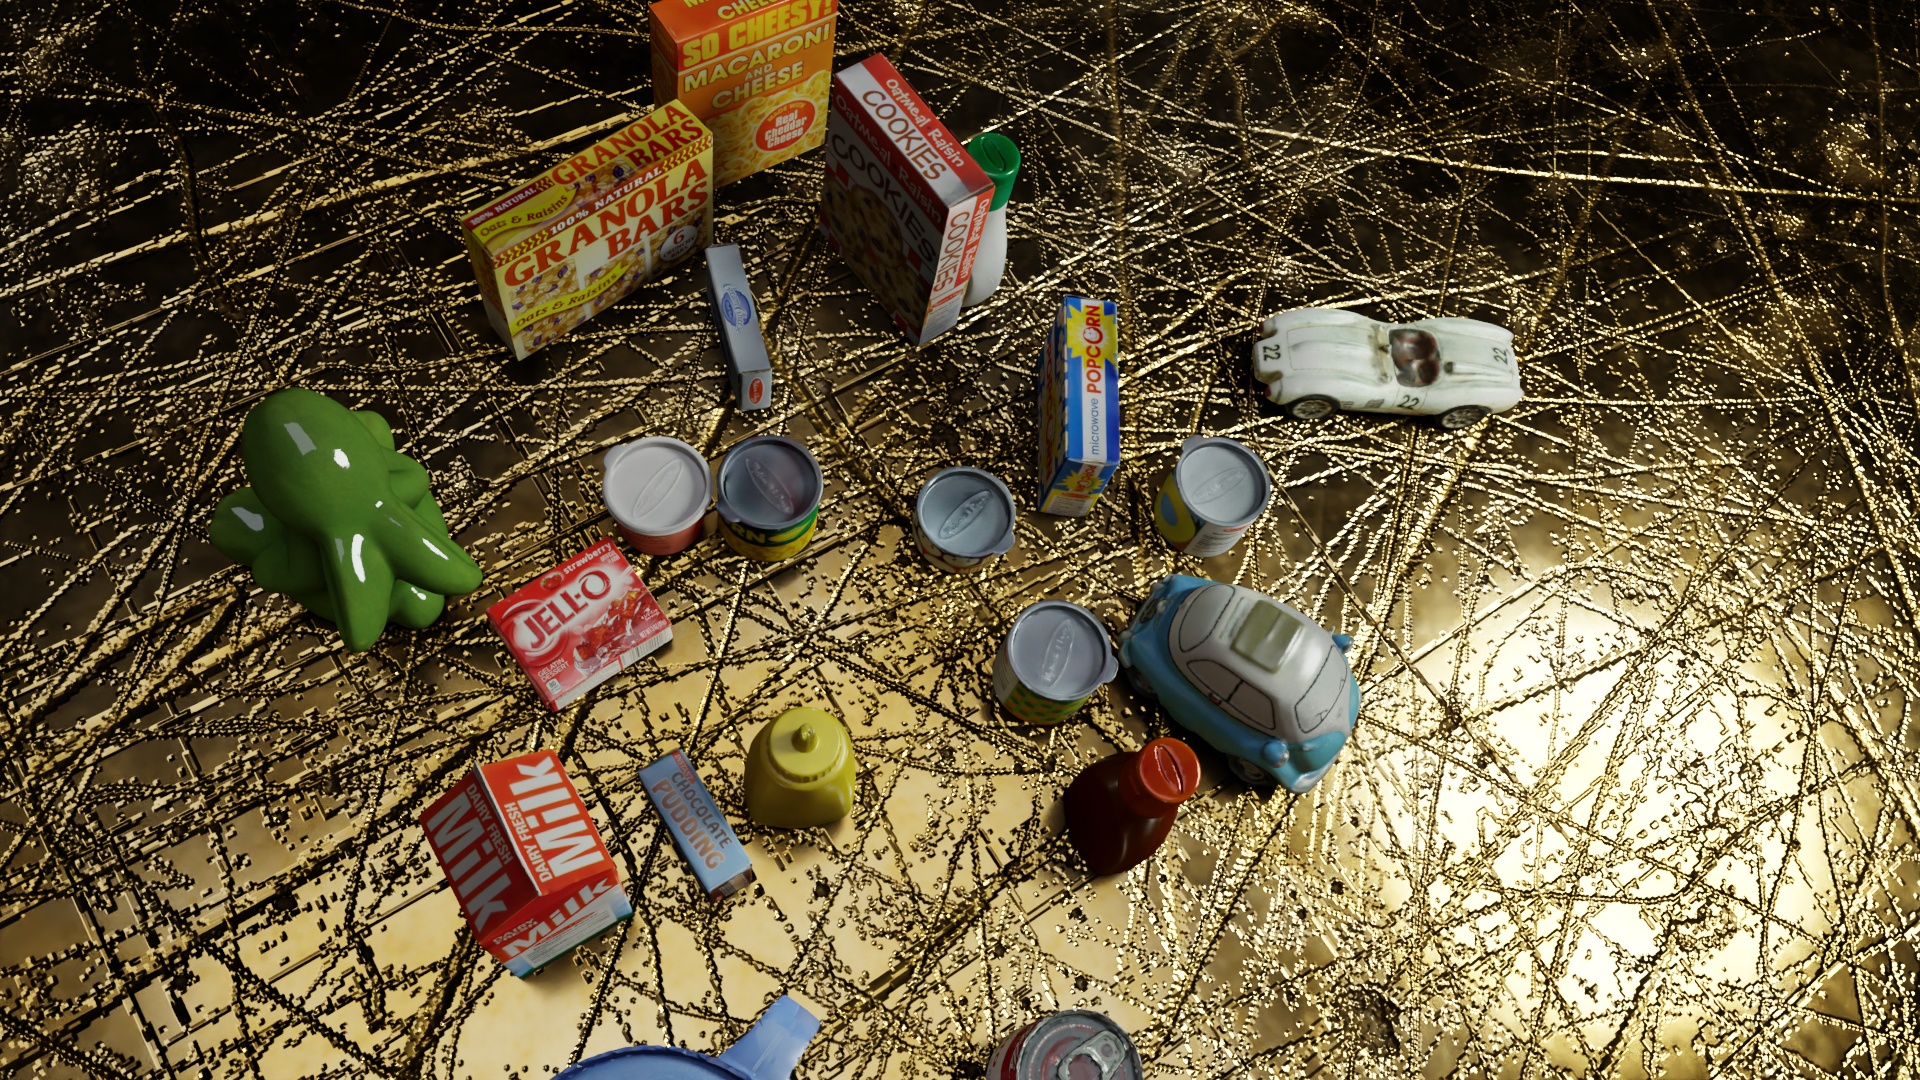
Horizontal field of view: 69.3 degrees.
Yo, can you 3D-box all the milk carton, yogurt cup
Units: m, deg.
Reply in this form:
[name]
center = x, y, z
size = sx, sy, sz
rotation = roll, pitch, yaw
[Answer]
[milk carton]
center = -0.223, 0.168, 0.722
size = 0.074, 0.189, 0.072
rotation = -28, 74, -19
[yogurt cup]
center = -0.192, -0.025, 0.888
size = 0.072, 0.053, 0.072
rotation = 4, 66, -8

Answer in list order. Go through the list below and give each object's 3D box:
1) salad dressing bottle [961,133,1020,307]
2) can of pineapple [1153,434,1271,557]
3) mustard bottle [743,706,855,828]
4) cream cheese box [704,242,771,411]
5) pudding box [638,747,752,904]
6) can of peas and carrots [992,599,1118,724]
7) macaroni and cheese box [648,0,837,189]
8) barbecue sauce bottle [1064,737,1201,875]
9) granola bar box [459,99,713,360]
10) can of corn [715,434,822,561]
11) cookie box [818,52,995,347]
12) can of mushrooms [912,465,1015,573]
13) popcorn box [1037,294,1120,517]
[salad dressing bottle]
center = 0.010, -0.218, 0.956
size = 0.044, 0.147, 0.064
rotation = -23, 73, -18
[can of pineapple]
center = 0.170, -0.030, 0.950
size = 0.071, 0.057, 0.071
rotation = 4, 66, -8
[mustard bottle]
center = -0.088, 0.125, 0.780
size = 0.065, 0.159, 0.049
rotation = -2, 67, -10
[cream cheese box]
center = -0.152, -0.145, 0.948
size = 0.024, 0.053, 0.104
rotation = -12, 69, -14
[pudding box]
center = -0.154, 0.167, 0.811
size = 0.030, 0.049, 0.084
rotation = -30, 74, -20
[can of peas and carrots]
center = 0.059, 0.079, 0.882
size = 0.071, 0.058, 0.071
rotation = 4, 66, -8
[macaroni and cheese box]
center = -0.151, -0.320, 0.963
size = 0.124, 0.165, 0.040
rotation = -29, 75, -20
[barbecue sauce bottle]
center = 0.100, 0.151, 0.808
size = 0.044, 0.148, 0.065
rotation = -16, 70, -16
[granola bar box]
center = -0.241, -0.205, 0.920
size = 0.166, 0.123, 0.039
rotation = -38, 78, -22
[can of corn]
center = -0.126, -0.025, 0.896
size = 0.071, 0.058, 0.071
rotation = 4, 66, -8
[cookie box]
center = -0.041, -0.226, 0.940
size = 0.040, 0.166, 0.123
rotation = -33, 76, -21
[can of mushrooms]
center = 0.003, -0.012, 0.927
size = 0.071, 0.033, 0.071
rotation = 4, 66, -8
[popcorn box]
center = 0.079, -0.090, 0.946
size = 0.038, 0.085, 0.127
rotation = 5, 66, -8
